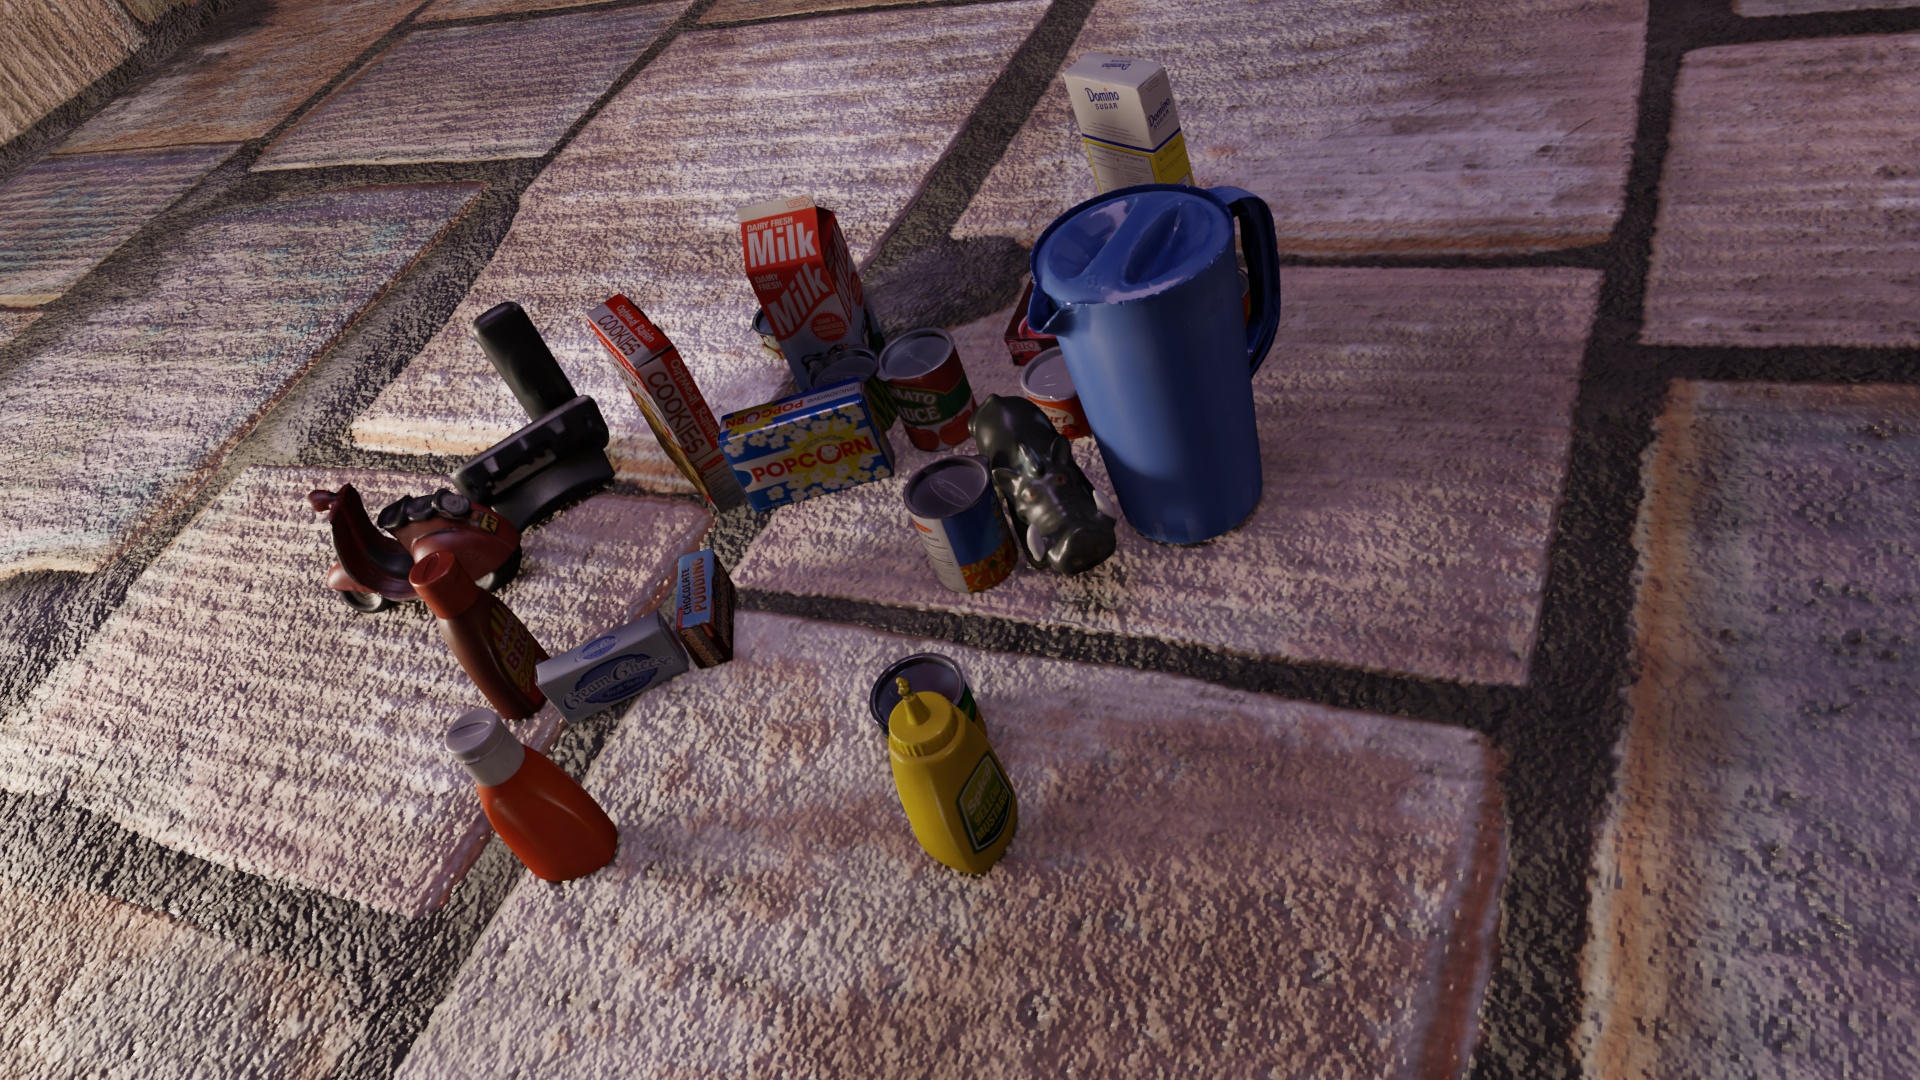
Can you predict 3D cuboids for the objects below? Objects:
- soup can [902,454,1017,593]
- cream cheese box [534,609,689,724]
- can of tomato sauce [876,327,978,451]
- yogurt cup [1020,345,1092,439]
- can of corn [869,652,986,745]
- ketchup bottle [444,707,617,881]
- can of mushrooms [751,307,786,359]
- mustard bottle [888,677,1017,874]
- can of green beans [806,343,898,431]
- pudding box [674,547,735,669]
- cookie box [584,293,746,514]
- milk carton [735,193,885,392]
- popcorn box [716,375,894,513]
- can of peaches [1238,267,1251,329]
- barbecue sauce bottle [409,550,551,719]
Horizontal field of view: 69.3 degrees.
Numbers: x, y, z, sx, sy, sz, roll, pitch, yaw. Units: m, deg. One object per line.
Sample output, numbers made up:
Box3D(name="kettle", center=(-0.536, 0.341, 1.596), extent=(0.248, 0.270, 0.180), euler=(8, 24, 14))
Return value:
Box3D(name="soup can", center=(0.004, -0.013, 1.039), extent=(0.071, 0.083, 0.072), euler=(-12, 43, 12))
Box3D(name="cream cheese box", center=(-0.265, 0.098, 1.061), extent=(0.104, 0.053, 0.024), euler=(-25, 42, -2))
Box3D(name="can of tomato sauce", center=(-0.026, -0.125, 1.167), extent=(0.071, 0.082, 0.071), euler=(-12, 43, 12))
Box3D(name="yogurt cup", center=(0.088, -0.120, 1.135), extent=(0.072, 0.053, 0.073), euler=(-12, 43, 11))
Box3D(name="can of corn", center=(-0.022, 0.121, 0.931), extent=(0.071, 0.058, 0.071), euler=(-12, 43, 11))
Box3D(name="ketchup bottle", center=(-0.288, 0.170, 0.925), extent=(0.065, 0.148, 0.044), euler=(-16, 42, 8))
Box3D(name="can of mushrooms", center=(-0.165, -0.207, 1.347), extent=(0.071, 0.033, 0.071), euler=(-12, 43, 11))
Box3D(name="mustard bottle", center=(-0.010, 0.137, 0.834), extent=(0.049, 0.159, 0.065), euler=(12, 52, 32))
Box3D(name="can of green beans", center=(-0.094, -0.126, 1.216), extent=(0.071, 0.057, 0.071), euler=(-12, 43, 11))
Box3D(name="pudding box", center=(-0.199, 0.052, 1.082), extent=(0.030, 0.049, 0.084), euler=(-16, 42, 7))
Box3D(name="cookie box", center=(-0.248, -0.118, 1.190), extent=(0.040, 0.166, 0.123), euler=(-35, 43, -13))
Box3D(name="milk carton", center=(-0.132, -0.220, 1.230), extent=(0.072, 0.189, 0.074), euler=(-9, 44, 15))
Box3D(name="popcorn box", center=(-0.128, -0.079, 1.161), extent=(0.127, 0.085, 0.038), euler=(-15, 43, 8))
Box3D(name="can of peaches", center=(0.210, -0.184, 1.147), extent=(0.071, 0.057, 0.071), euler=(-12, 43, 11))
Box3D(name="barbecue sauce bottle", center=(-0.365, 0.070, 1.060), extent=(0.043, 0.148, 0.065), euler=(-12, 43, 12))
